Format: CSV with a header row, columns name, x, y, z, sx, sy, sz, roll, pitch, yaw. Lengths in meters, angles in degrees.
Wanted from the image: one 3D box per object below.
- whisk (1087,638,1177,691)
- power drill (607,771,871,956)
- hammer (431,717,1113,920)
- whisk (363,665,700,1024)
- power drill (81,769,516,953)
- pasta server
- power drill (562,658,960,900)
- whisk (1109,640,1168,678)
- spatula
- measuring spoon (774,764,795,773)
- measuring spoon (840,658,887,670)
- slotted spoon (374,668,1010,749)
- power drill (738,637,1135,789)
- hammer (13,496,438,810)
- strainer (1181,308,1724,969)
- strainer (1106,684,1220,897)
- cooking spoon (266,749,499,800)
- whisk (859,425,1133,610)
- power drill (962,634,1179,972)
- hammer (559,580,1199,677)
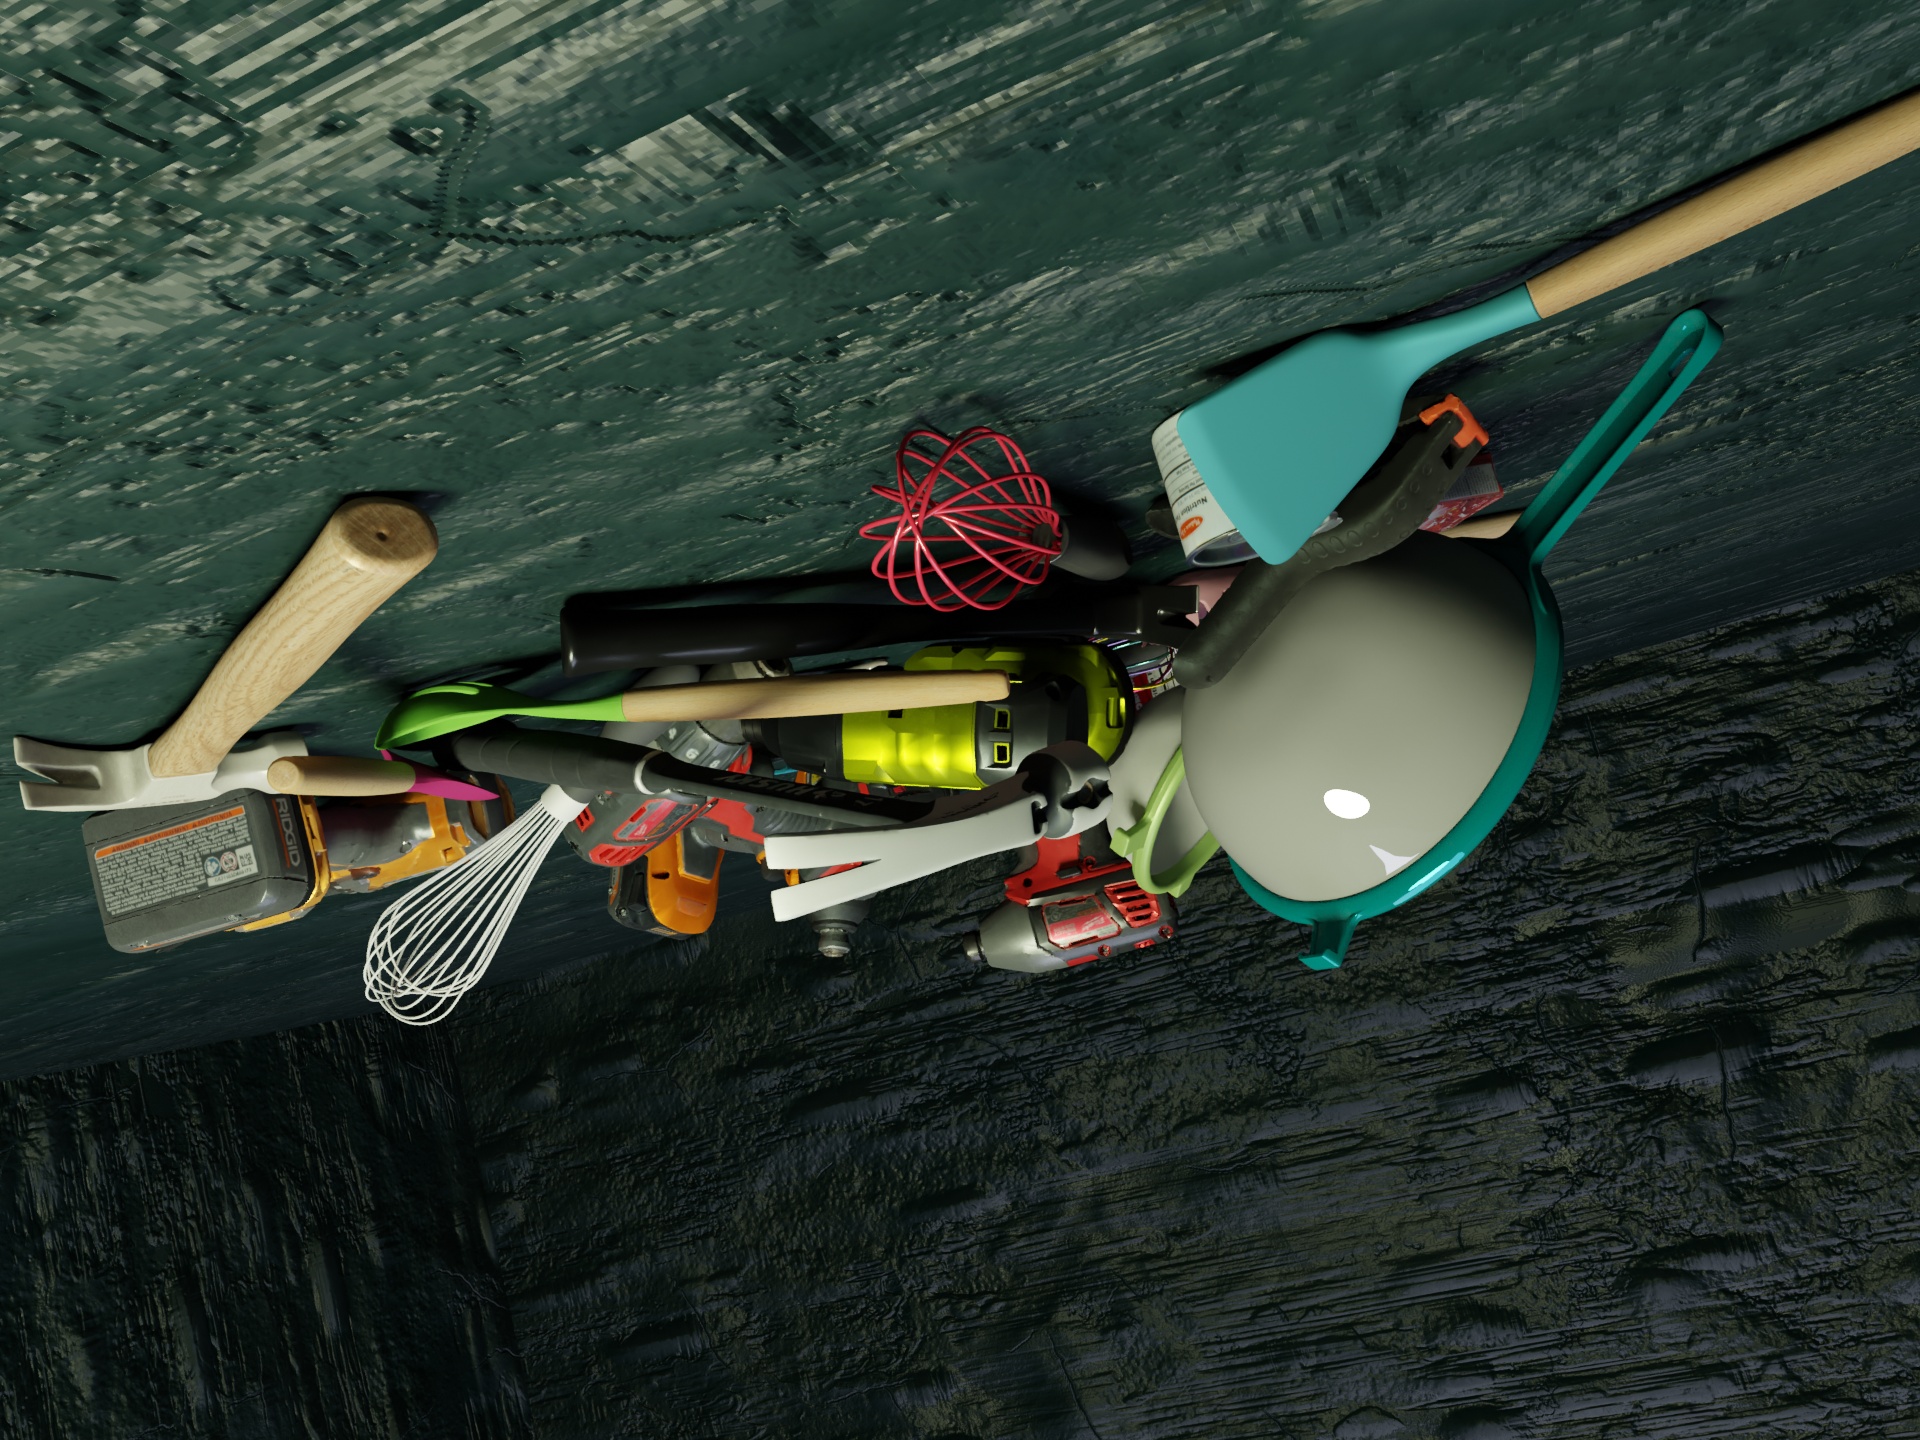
name,x,y,z,sx,sy,sz,roll,pitch,yaw
whisk,0.044,-0.025,1.137,0.245,0.047,0.051,-13,173,7
power drill,-0.152,0.100,1.160,0.226,0.164,0.084,-14,155,33
hammer,-0.132,0.028,0.720,0.149,0.036,0.409,-17,-165,-42
whisk,-0.239,0.064,0.880,0.284,0.070,0.070,-46,163,15
power drill,-0.390,0.077,0.915,0.185,0.084,0.226,-16,176,15
pasta server,0.257,-0.099,1.041,0.316,0.040,0.060,-13,-176,-20
power drill,-0.103,0.031,0.957,0.226,0.080,0.188,13,138,-43
whisk,0.043,-0.016,1.191,0.239,0.055,0.055,-19,172,-4
spatula,0.233,-0.156,0.569,0.317,0.082,0.044,-23,-147,28
measuring spoon,-0.150,0.033,1.285,0.128,0.021,0.042,-10,177,40
measuring spoon,-0.099,-0.026,0.982,0.124,0.018,0.034,-18,168,-32
slotted spoon,-0.131,-0.009,0.748,0.314,0.031,0.070,-3,-176,12
power drill,-0.001,-0.003,0.847,0.171,0.080,0.223,2,-176,18
hammer,-0.287,-0.015,0.635,0.130,0.031,0.331,-9,169,-40
strainer,0.209,-0.064,0.745,0.095,0.211,0.340,29,109,-23
strainer,0.159,-0.019,0.969,0.256,0.069,0.151,-57,154,-2
cooking spoon,-0.277,0.027,0.766,0.068,0.017,0.319,24,175,-5
whisk,0.030,-0.080,0.688,0.073,0.073,0.295,-18,177,20
power drill,0.050,0.057,1.062,0.143,0.220,0.078,-16,172,7
hammer,-0.034,-0.046,0.776,0.334,0.035,0.146,-5,-172,-33
